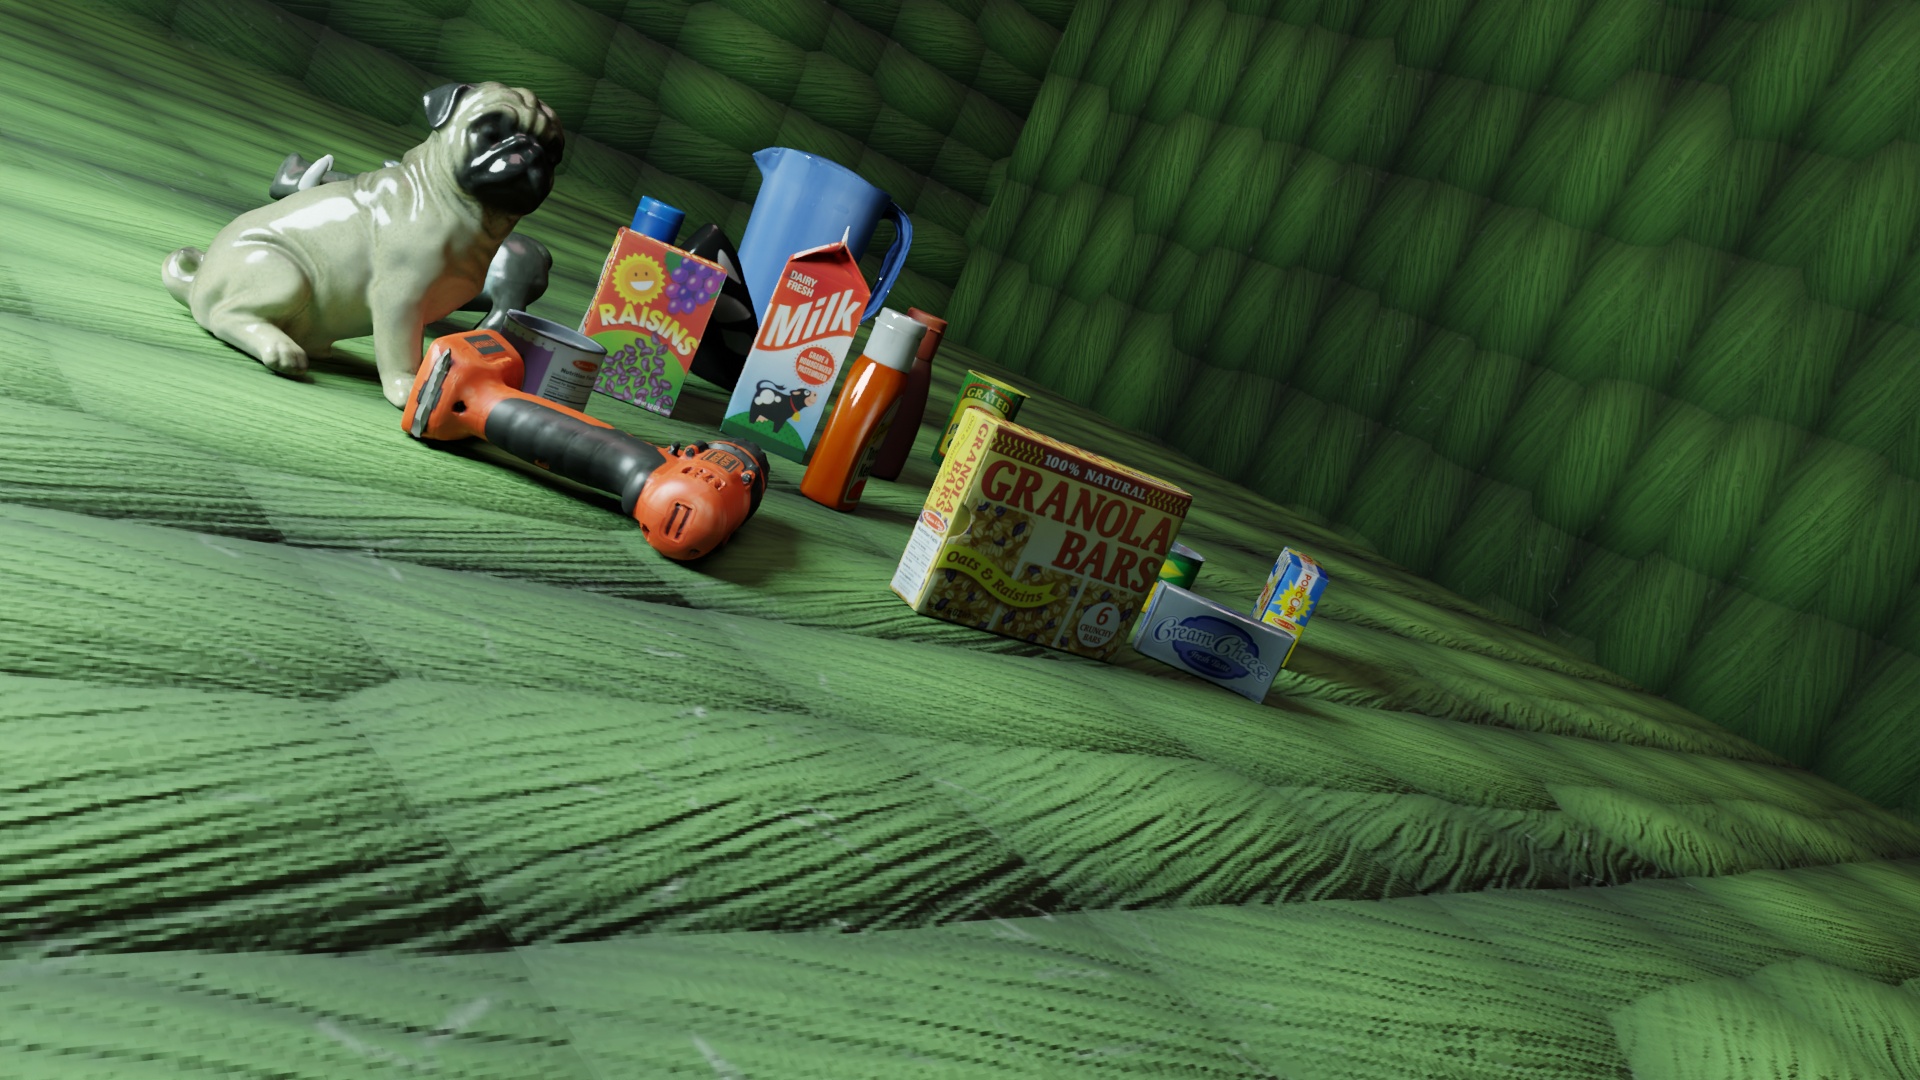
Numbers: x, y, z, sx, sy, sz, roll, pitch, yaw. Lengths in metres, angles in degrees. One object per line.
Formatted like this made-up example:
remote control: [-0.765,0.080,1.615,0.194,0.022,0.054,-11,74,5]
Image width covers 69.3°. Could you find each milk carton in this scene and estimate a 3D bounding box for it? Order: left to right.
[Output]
milk carton: [-0.127,-0.168,1.136,0.073,0.190,0.072,22,10,-11]

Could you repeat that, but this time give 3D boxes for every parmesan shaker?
parmesan shaker: [0.021,-0.118,1.459,0.071,0.103,0.071,23,10,-4]

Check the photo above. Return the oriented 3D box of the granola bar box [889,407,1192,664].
granola bar box: [0.054,0.001,0.873,0.165,0.124,0.039,17,12,-34]

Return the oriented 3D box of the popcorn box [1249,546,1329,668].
popcorn box: [0.284,0.056,1.216,0.038,0.085,0.127,25,10,8]

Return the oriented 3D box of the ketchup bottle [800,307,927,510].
ketchup bottle: [-0.070,-0.097,1.023,0.043,0.148,0.065,25,10,5]

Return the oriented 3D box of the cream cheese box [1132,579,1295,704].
cream cheese box: [0.180,0.072,0.992,0.104,0.053,0.024,23,10,-5]

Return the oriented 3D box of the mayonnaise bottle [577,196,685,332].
mayonnaise bottle: [-0.265,-0.201,1.120,0.065,0.147,0.041,30,12,34]

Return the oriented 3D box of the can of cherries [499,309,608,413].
can of cherries: [-0.270,-0.108,0.890,0.071,0.058,0.071,23,10,-4]

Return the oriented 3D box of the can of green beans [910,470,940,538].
can of green beans: [0.004,-0.012,1.015,0.071,0.057,0.071,23,10,-4]

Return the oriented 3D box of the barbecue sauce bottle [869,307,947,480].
barbecue sauce bottle: [-0.056,-0.129,1.219,0.065,0.148,0.044,17,12,-36]

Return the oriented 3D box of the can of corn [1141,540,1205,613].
can of corn: [0.161,0.027,1.165,0.071,0.058,0.071,23,10,-4]

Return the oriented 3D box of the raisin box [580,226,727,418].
raisin box: [-0.242,-0.168,1.072,0.086,0.123,0.040,20,10,-20]
